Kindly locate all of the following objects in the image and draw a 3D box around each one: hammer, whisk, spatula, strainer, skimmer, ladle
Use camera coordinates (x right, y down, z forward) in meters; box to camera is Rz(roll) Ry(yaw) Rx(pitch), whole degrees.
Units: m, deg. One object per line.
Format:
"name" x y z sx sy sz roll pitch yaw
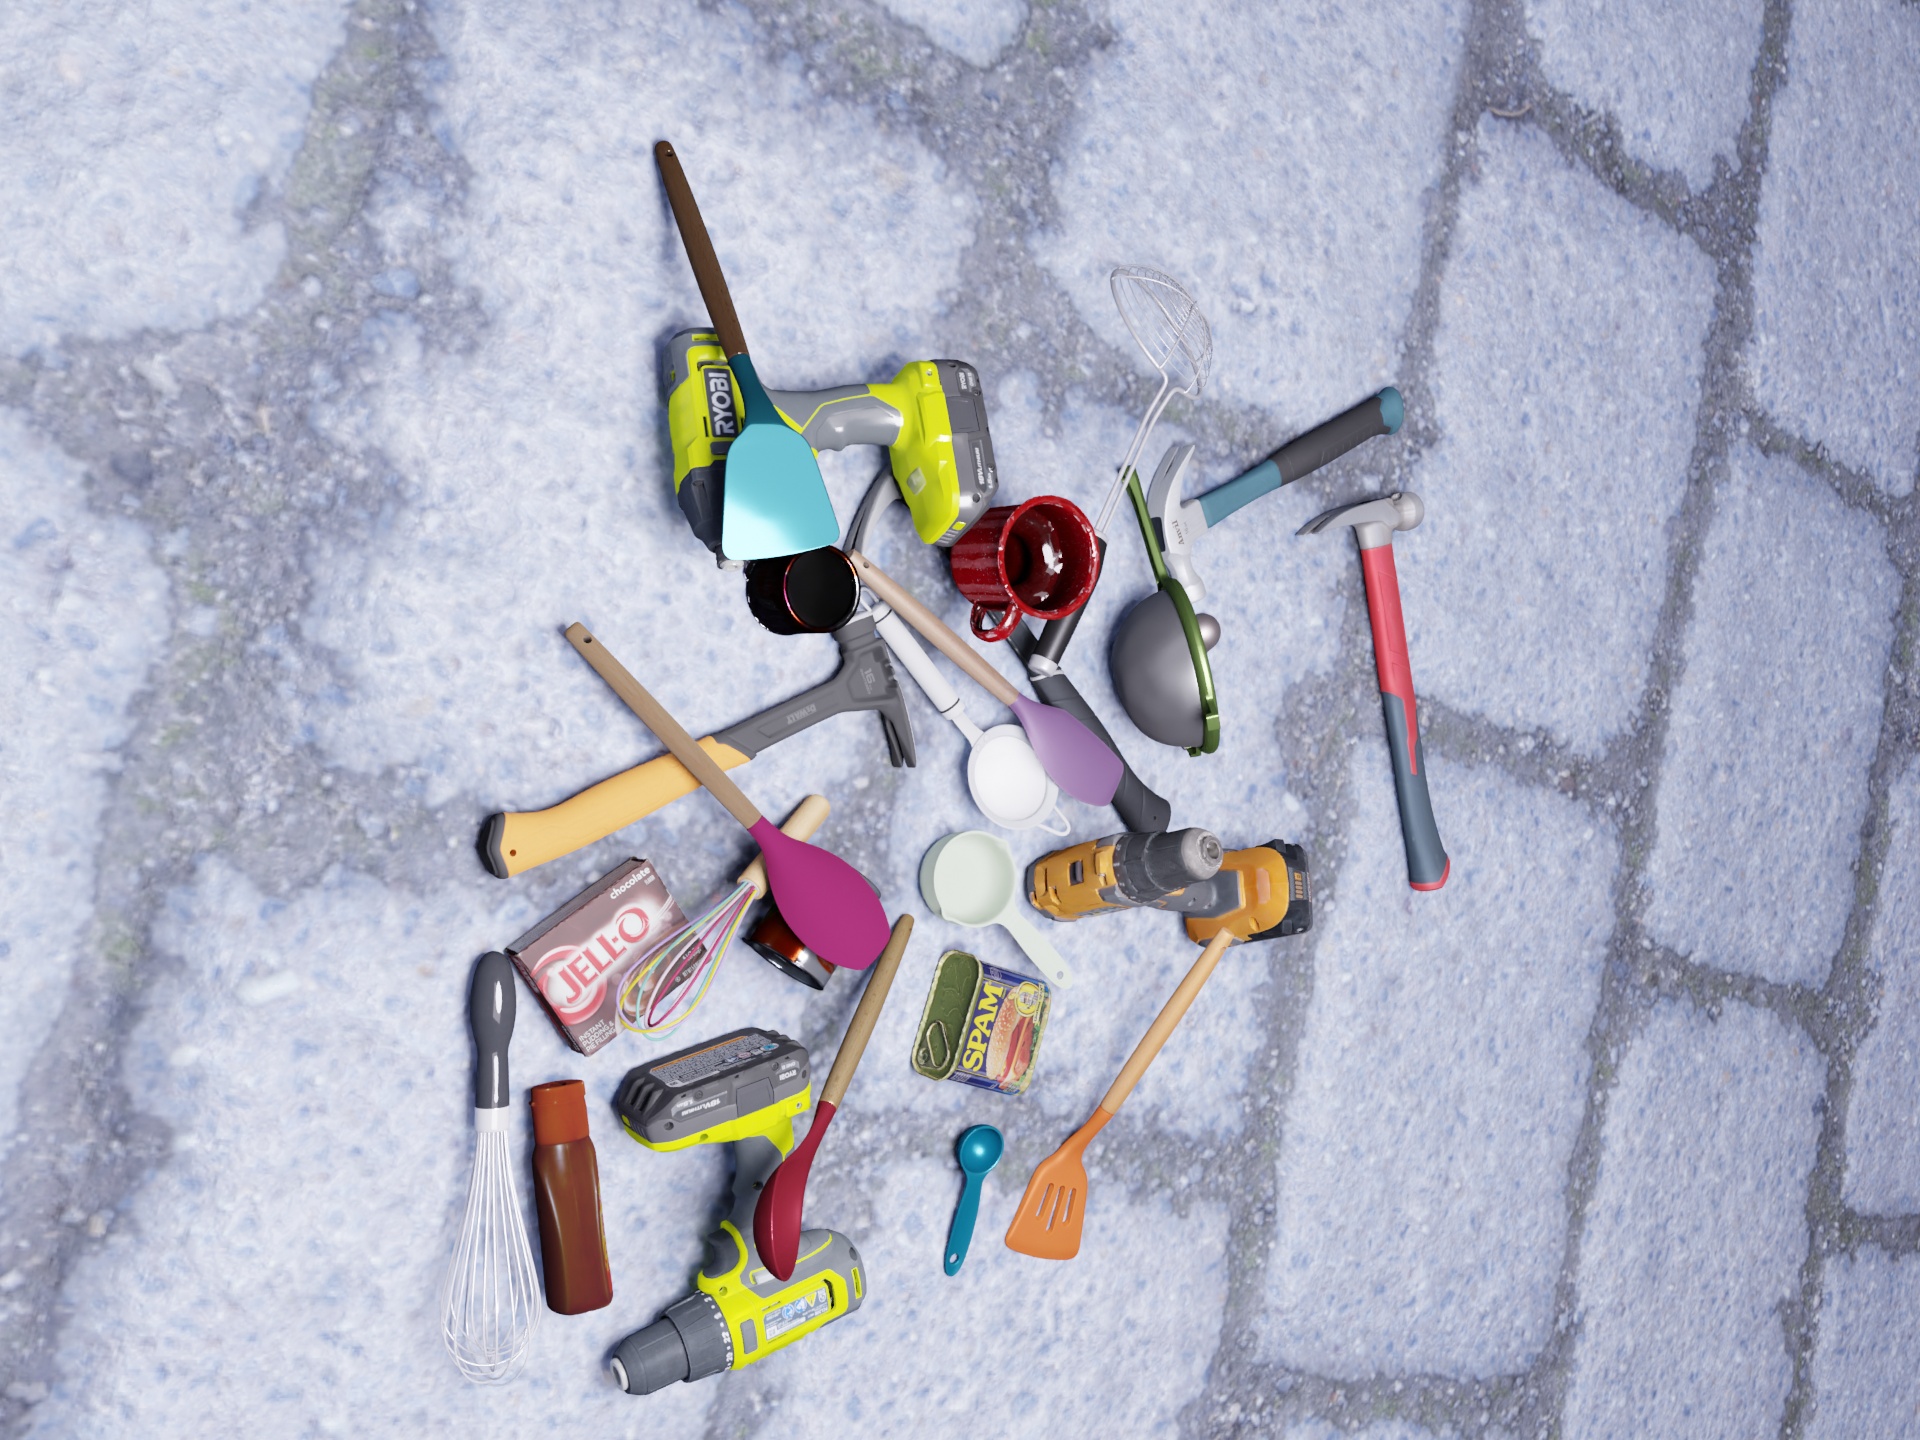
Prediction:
"hammer" 0.294 -0.229 1.451 0.331 0.033 0.128 -31 109 -29
"whisk" -0.157 0.134 1.120 0.051 0.047 0.245 57 44 -19
"whisk" -0.312 0.296 1.057 0.070 0.070 0.284 1 86 -34
"spatula" 0.140 0.310 1.321 0.081 0.041 0.322 23 105 -32
"strainer" 0.151 -0.089 1.334 0.069 0.151 0.256 -15 80 -1
"skimmer" 0.116 -0.207 1.309 0.127 0.090 0.363 32 77 -41
"hammer" 0.412 -0.018 1.533 0.143 0.038 0.386 -17 101 -31
"ladle" -0.086 0.256 1.141 0.316 0.031 0.069 -66 153 -46
"spatula" -0.162 -0.260 1.083 0.082 0.044 0.318 -13 71 -22
"spatula" 0.023 -0.030 1.247 0.315 0.018 0.060 41 62 -28
"strainer" -0.002 -0.004 1.258 0.258 0.050 0.087 53 56 -17
"hammer" -0.182 0.036 1.143 0.337 0.034 0.127 -26 104 -30
"hammer" 0.058 -0.048 1.299 0.149 0.036 0.408 -46 115 -22

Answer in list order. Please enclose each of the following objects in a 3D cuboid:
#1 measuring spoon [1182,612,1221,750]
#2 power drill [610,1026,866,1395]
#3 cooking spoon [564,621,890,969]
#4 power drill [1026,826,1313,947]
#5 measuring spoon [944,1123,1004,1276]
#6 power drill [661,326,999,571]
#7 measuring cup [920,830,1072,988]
"measuring spoon" 0.213 -0.034 1.412 0.034 0.018 0.124 11 86 -34
"power drill" -0.171 0.354 1.136 0.190 0.080 0.228 -14 102 -33
"cooking spoon" -0.162 0.053 1.112 0.318 0.017 0.069 48 58 -12
"power drill" 0.195 0.132 1.308 0.226 0.185 0.084 12 68 -36
"measuring spoon" 0.003 0.387 1.292 0.042 0.021 0.128 11 95 -33
"power drill" -0.094 -0.188 1.134 0.223 0.080 0.171 -3 73 -24
"measuring cup" 0.031 0.158 1.279 0.167 0.038 0.083 50 65 -20
